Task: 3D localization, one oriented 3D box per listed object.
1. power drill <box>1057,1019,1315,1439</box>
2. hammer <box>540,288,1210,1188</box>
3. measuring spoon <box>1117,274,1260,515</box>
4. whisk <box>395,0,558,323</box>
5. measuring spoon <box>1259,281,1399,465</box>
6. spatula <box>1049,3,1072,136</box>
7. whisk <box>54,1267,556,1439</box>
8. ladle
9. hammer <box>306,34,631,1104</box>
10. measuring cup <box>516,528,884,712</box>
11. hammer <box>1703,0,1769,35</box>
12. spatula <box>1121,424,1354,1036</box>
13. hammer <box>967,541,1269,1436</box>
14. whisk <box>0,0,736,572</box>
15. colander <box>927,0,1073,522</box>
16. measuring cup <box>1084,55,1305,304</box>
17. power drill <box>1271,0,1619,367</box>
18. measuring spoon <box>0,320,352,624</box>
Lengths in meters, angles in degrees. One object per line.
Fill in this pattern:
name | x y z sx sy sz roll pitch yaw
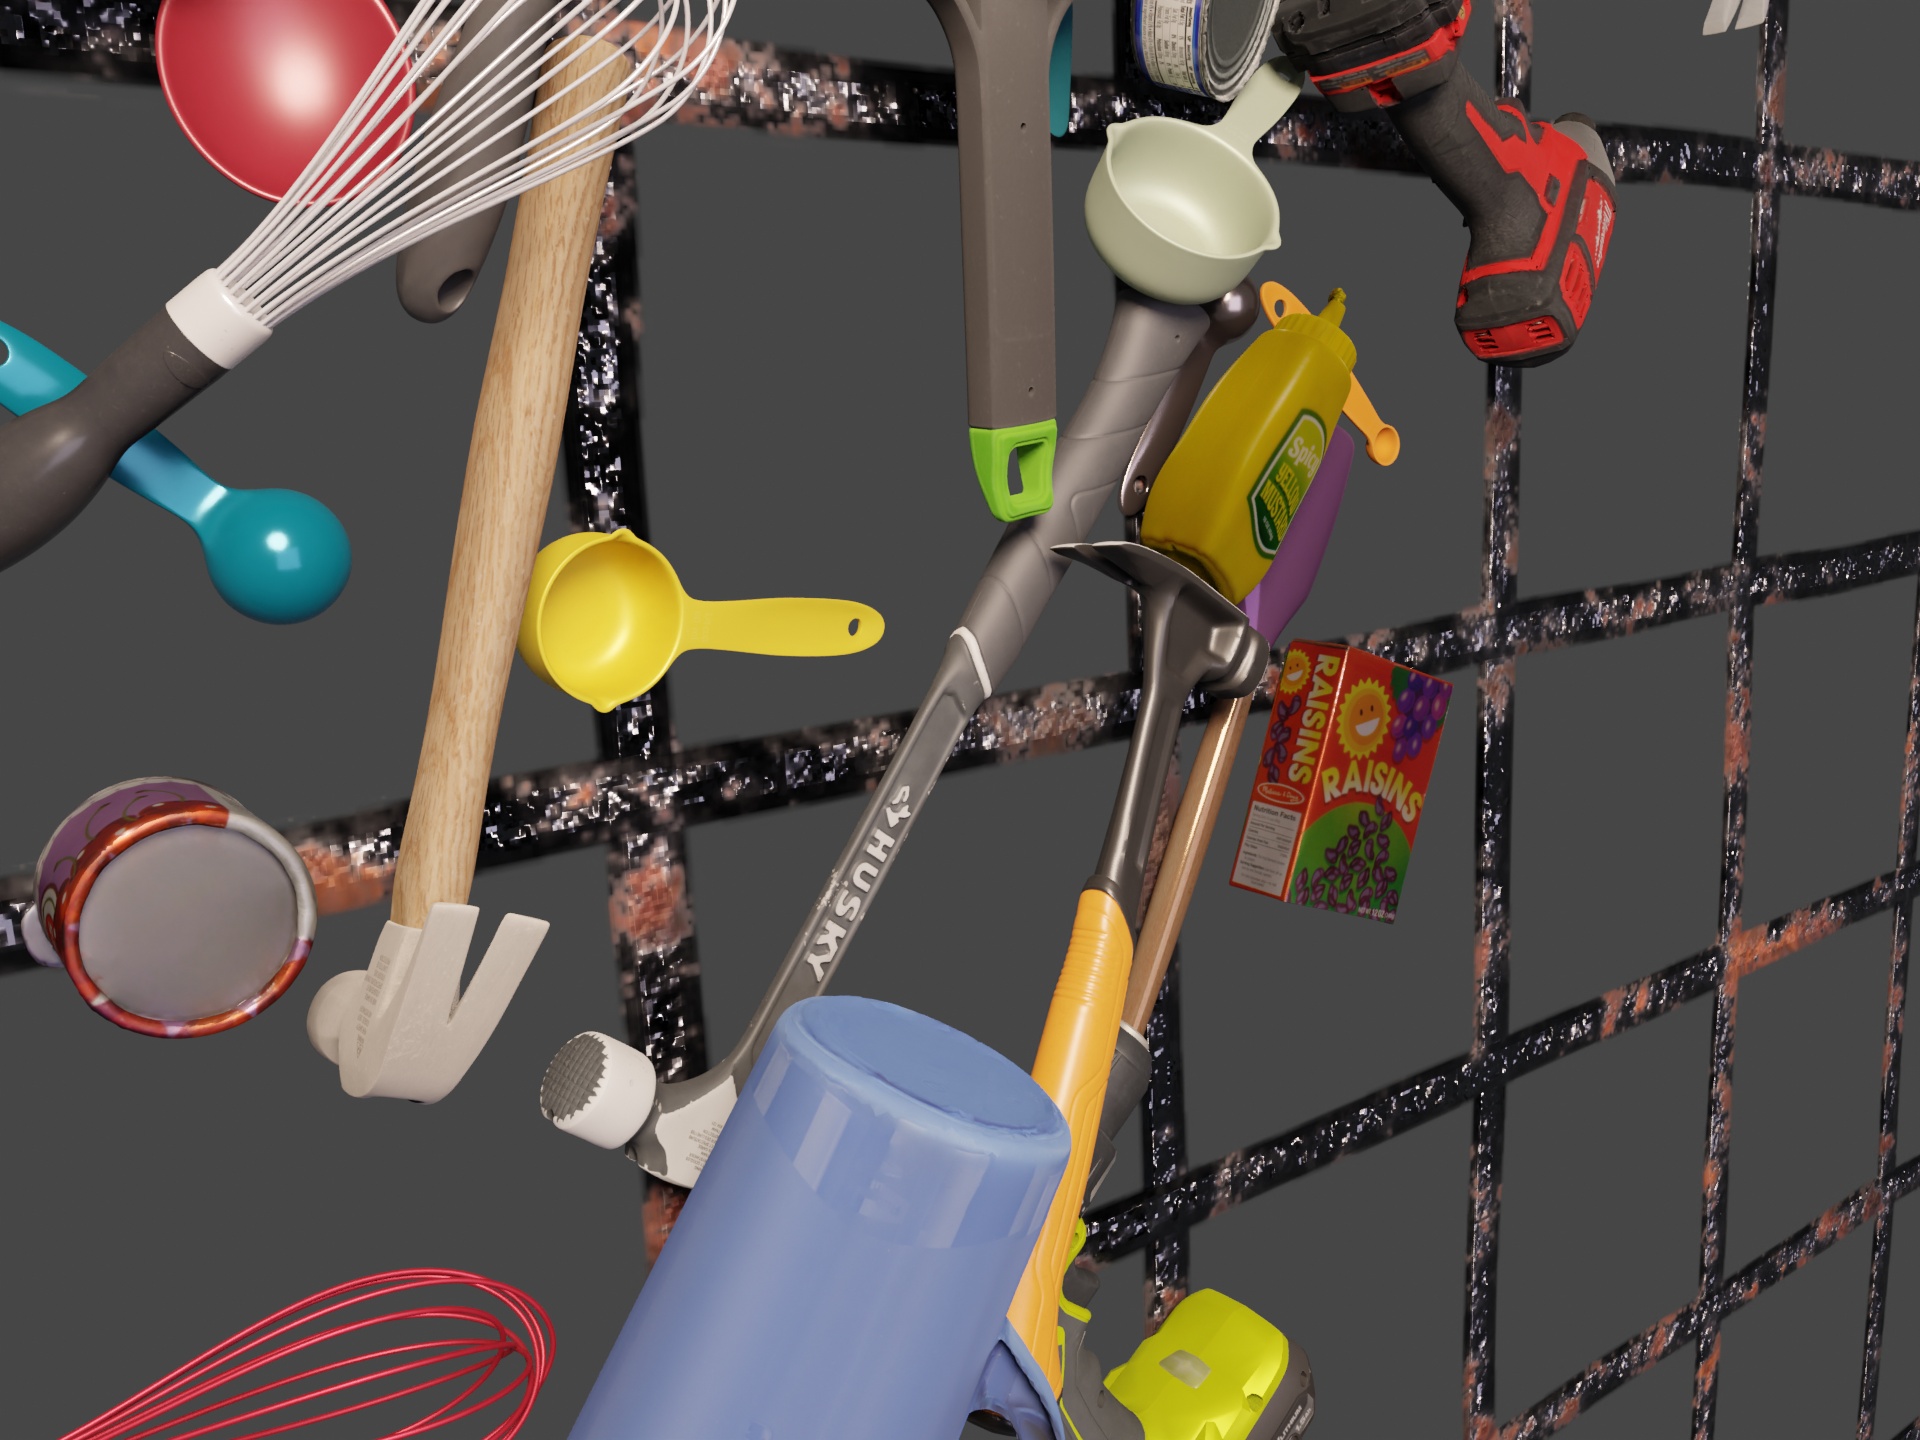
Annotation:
power drill | 0.058 0.258 0.692 0.190 0.080 0.228 -49 119 -18
hammer | -0.001 -0.002 0.628 0.149 0.036 0.409 40 73 -39
measuring spoon | 0.101 -0.143 0.692 0.034 0.018 0.124 32 79 -35
whisk | -0.123 -0.224 0.453 0.055 0.055 0.239 7 119 -37
measuring spoon | 0.172 -0.162 0.748 0.116 0.011 0.021 43 72 -29
spatula | 0.082 -0.375 0.614 0.082 0.044 0.317 36 82 -37
whisk | -0.265 0.224 0.466 0.295 0.073 0.073 -6 101 -29
ladle | -0.204 -0.303 0.440 0.069 0.031 0.315 -10 101 -27
hammer | -0.142 -0.051 0.486 0.031 0.130 0.331 13 82 -32
measuring cup | -0.091 -0.036 0.572 0.156 0.029 0.062 -2 103 -48
hammer | 0.285 -0.427 0.769 0.405 0.035 0.144 -10 103 -35
spatula | 0.119 0.005 0.730 0.059 0.018 0.316 22 83 -33
hammer | 0.049 0.099 0.618 0.127 0.034 0.337 28 71 -46
whisk | -0.174 -0.129 0.425 0.284 0.070 0.070 -39 121 2
colander | 0.039 -0.259 0.520 0.204 0.095 0.397 -20 115 -42
measuring cup | 0.107 -0.232 0.670 0.083 0.038 0.168 35 52 0
power drill | 0.239 -0.283 0.730 0.219 0.078 0.143 42 61 -37
measuring spoon | -0.232 -0.073 0.459 0.128 0.021 0.042 41 74 -33
